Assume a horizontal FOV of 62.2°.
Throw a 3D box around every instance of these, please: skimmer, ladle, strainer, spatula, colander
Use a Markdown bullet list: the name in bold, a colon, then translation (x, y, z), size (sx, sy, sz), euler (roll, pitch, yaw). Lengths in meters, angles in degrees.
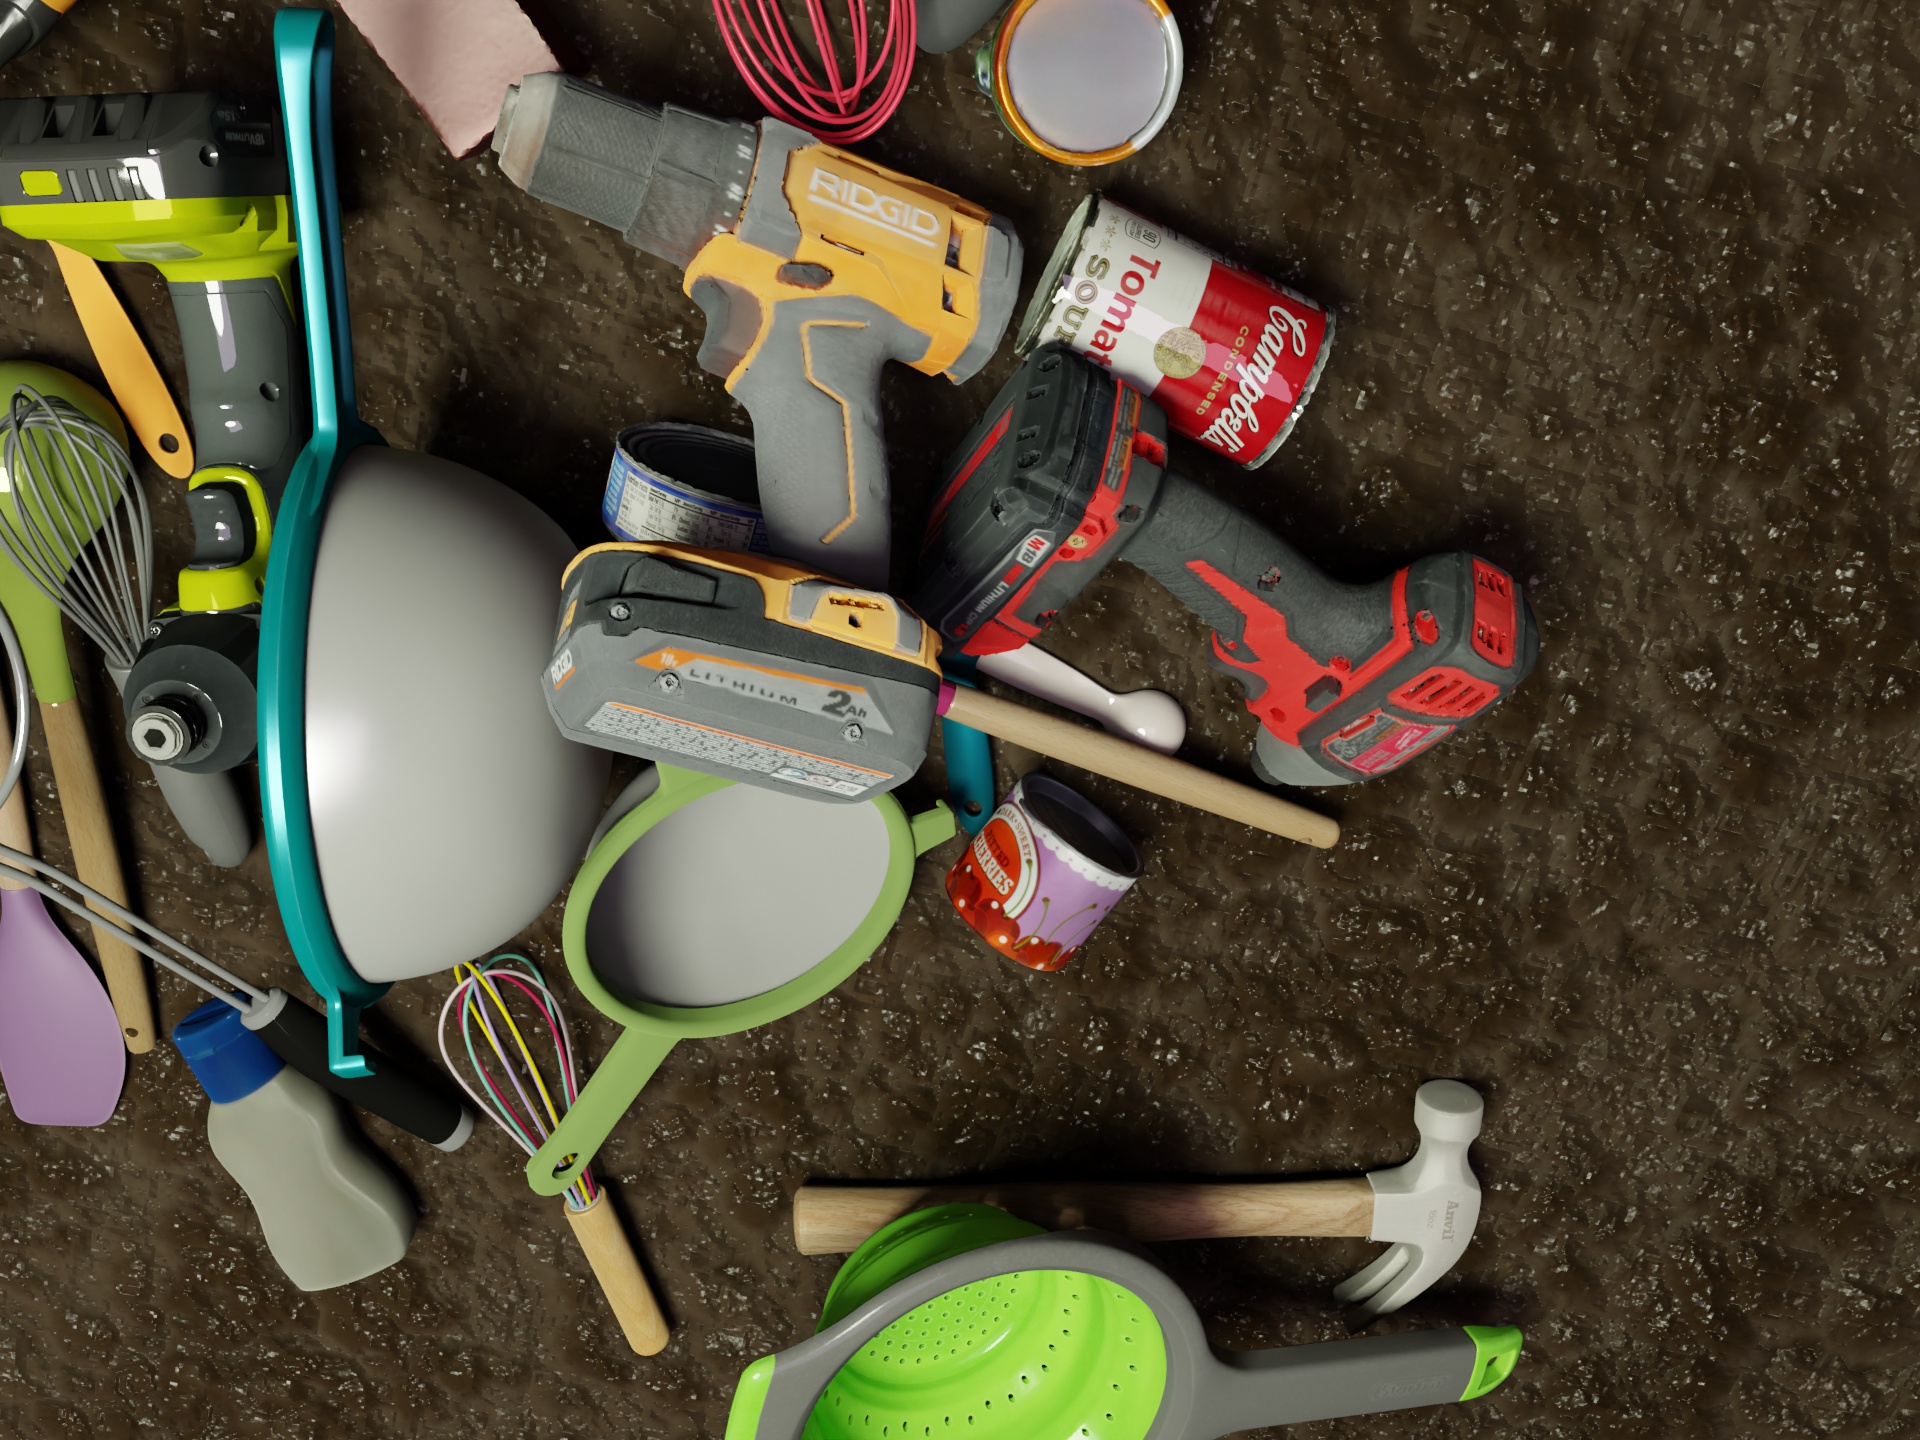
- **skimmer**: translation (-0.333, 0.067, 0.669), size (0.127, 0.090, 0.362), euler (-26, 130, 18)
- **ladle**: translation (-0.373, 0.007, 0.677), size (0.078, 0.062, 0.320), euler (2, 119, -4)
- **strainer**: translation (-0.128, 0.099, 0.691), size (0.151, 0.069, 0.256), euler (18, 117, -40)
- **strainer**: translation (-0.172, -0.060, 0.553), size (0.095, 0.211, 0.340), euler (1, 116, -7)
- **spatula**: translation (-0.416, 0.049, 0.699), size (0.060, 0.018, 0.315), euler (2, 113, -2)
- **colander**: translation (0.077, 0.291, 0.744), size (0.397, 0.095, 0.204), euler (2, 112, -20)

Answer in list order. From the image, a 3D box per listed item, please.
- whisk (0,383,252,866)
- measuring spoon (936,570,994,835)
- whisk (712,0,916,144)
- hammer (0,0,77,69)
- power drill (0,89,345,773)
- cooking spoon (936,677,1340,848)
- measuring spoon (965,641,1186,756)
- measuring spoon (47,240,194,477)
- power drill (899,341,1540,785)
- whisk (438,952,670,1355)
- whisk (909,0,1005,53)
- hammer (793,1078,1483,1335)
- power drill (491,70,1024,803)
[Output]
- **whisk**: translation (-0.322, -0.025, 0.627), size (0.055, 0.055, 0.238), euler (-1, 133, 0)
- **measuring spoon**: translation (-0.001, -0.002, 0.677), size (0.042, 0.021, 0.128), euler (0, 117, 14)
- **whisk**: translation (-0.079, -0.342, 0.527), size (0.073, 0.073, 0.295), euler (-15, 105, 5)
- **hammer**: translation (-0.308, -0.259, 0.544), size (0.337, 0.127, 0.034), euler (-46, 129, 5)
- **power drill**: translation (-0.262, -0.100, 0.562), size (0.080, 0.171, 0.223), euler (-3, 109, -1)
- **cooking spoon**: translation (0.019, -0.001, 0.658), size (0.318, 0.017, 0.068), euler (20, 147, -15)
- **measuring spoon**: translation (0.041, -0.014, 0.680), size (0.124, 0.018, 0.034), euler (26, 110, -10)
- **measuring spoon**: translation (-0.331, -0.151, 0.626), size (0.021, 0.011, 0.116), euler (-15, 115, 5)
- **power drill**: translation (0.095, -0.042, 0.619), size (0.219, 0.079, 0.143), euler (23, 146, -16)
- **whisk**: translation (-0.188, 0.210, 0.761), size (0.047, 0.051, 0.244), euler (-4, 118, 23)
- **whisk**: translation (0.073, -0.346, 0.531), size (0.070, 0.070, 0.284), euler (36, 112, -14)
- **hammer**: translation (0.085, 0.242, 0.778), size (0.331, 0.031, 0.130), euler (-2, 112, 0)
- **power drill**: translation (-0.079, -0.102, 0.531), size (0.185, 0.084, 0.226), euler (16, 70, -22)
